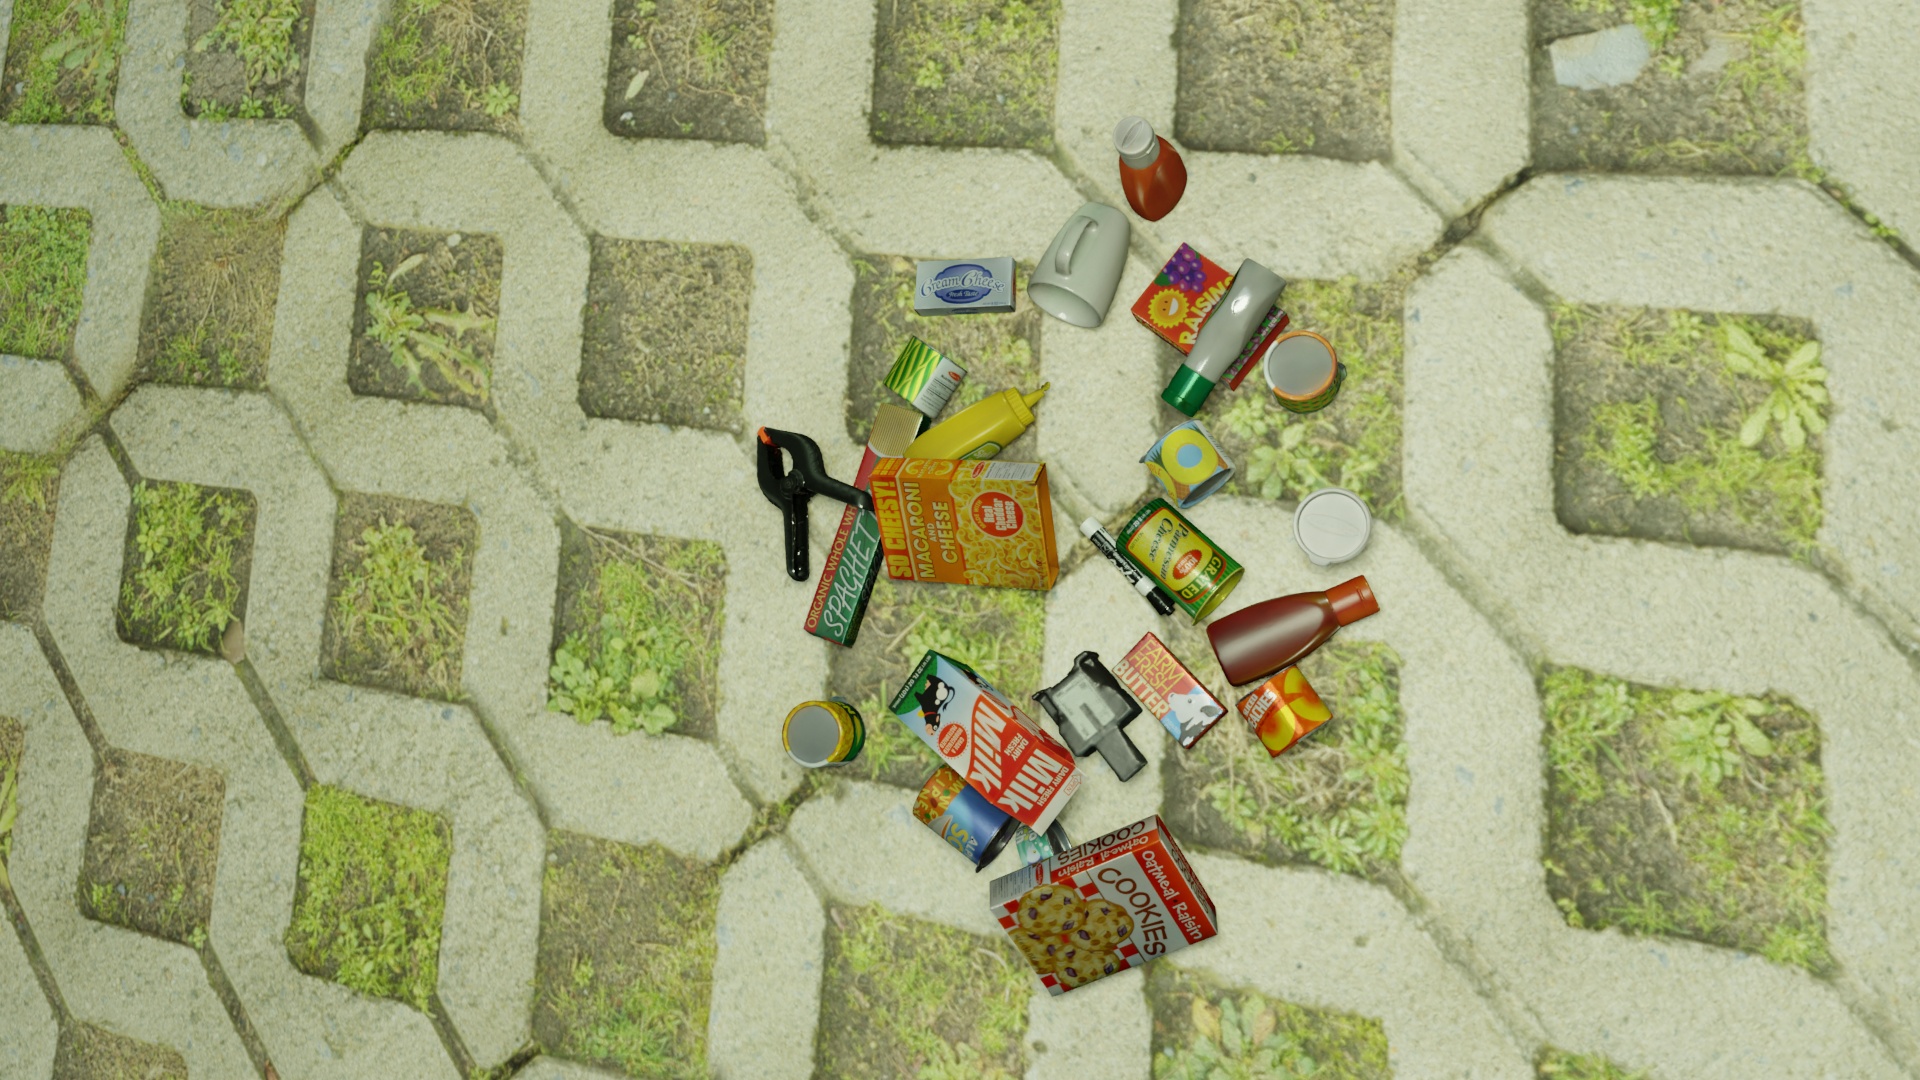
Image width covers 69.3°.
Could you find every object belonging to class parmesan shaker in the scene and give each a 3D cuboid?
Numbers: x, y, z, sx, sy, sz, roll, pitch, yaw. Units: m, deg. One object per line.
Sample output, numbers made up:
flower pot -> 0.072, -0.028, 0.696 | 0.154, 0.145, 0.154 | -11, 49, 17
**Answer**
parmesan shaker -> 0.200, 0.019, 1.282 | 0.103, 0.071, 0.071 | 43, 97, 19

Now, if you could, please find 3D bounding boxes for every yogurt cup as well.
yogurt cup -> 0.335, -0.011, 1.247 | 0.072, 0.054, 0.072 | -3, 81, 18

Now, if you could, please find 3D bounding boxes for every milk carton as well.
milk carton -> 0.030, 0.187, 1.287 | 0.191, 0.073, 0.072 | 39, 95, 34

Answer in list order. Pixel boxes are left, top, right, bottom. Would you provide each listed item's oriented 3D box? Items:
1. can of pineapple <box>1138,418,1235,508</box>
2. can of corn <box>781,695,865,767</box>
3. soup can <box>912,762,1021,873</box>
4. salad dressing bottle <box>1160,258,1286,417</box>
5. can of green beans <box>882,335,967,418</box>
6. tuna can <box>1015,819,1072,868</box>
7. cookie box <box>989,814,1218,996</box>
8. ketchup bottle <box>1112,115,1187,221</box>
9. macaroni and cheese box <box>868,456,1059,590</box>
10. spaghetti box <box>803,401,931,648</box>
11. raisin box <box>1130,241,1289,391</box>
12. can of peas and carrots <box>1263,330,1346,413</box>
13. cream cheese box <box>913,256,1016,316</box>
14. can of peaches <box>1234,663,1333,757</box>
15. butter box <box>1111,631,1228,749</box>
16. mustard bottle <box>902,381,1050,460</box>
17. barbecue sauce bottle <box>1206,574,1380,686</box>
can of pineapple -> 0.211, -0.070, 1.291 | 0.071, 0.071, 0.058 | -38, 73, 10
can of corn -> -0.135, 0.189, 1.372 | 0.071, 0.058, 0.071 | -3, 82, 18
soup can -> 0.005, 0.260, 1.310 | 0.084, 0.071, 0.071 | 34, 94, 20
salad dressing bottle -> 0.237, -0.183, 1.263 | 0.044, 0.064, 0.147 | 34, 102, 10
can of green beans -> -0.036, -0.163, 1.388 | 0.071, 0.071, 0.058 | 36, 95, 20
tuna can -> 0.079, 0.287, 1.280 | 0.033, 0.071, 0.071 | -27, 75, 14
cookie box -> 0.128, 0.326, 1.240 | 0.167, 0.040, 0.122 | -26, 114, 13
ketchup bottle -> 0.176, -0.351, 1.302 | 0.043, 0.149, 0.064 | 36, 95, 18
macaroni and cheese box -> 0.005, -0.017, 1.332 | 0.166, 0.040, 0.123 | 4, 124, 20
spaghetti box -> -0.094, -0.016, 1.405 | 0.050, 0.028, 0.250 | 18, 88, 21
raisin box -> 0.236, -0.213, 1.319 | 0.123, 0.040, 0.086 | 40, 96, 18
can of peas and carrots -> 0.316, -0.154, 1.273 | 0.071, 0.058, 0.071 | -3, 82, 18
cream cheese box -> 0.005, -0.258, 1.411 | 0.104, 0.024, 0.053 | 0, 81, 18
can of peaches -> 0.286, 0.152, 1.231 | 0.071, 0.071, 0.058 | -37, 74, 10
butter box -> 0.193, 0.138, 1.288 | 0.053, 0.024, 0.104 | -45, 71, 8
mustard bottle -> 0.022, -0.108, 1.362 | 0.160, 0.065, 0.049 | -33, 71, 9
barbecue sauce bottle -> 0.301, 0.077, 1.252 | 0.148, 0.043, 0.065 | -25, 75, 13
